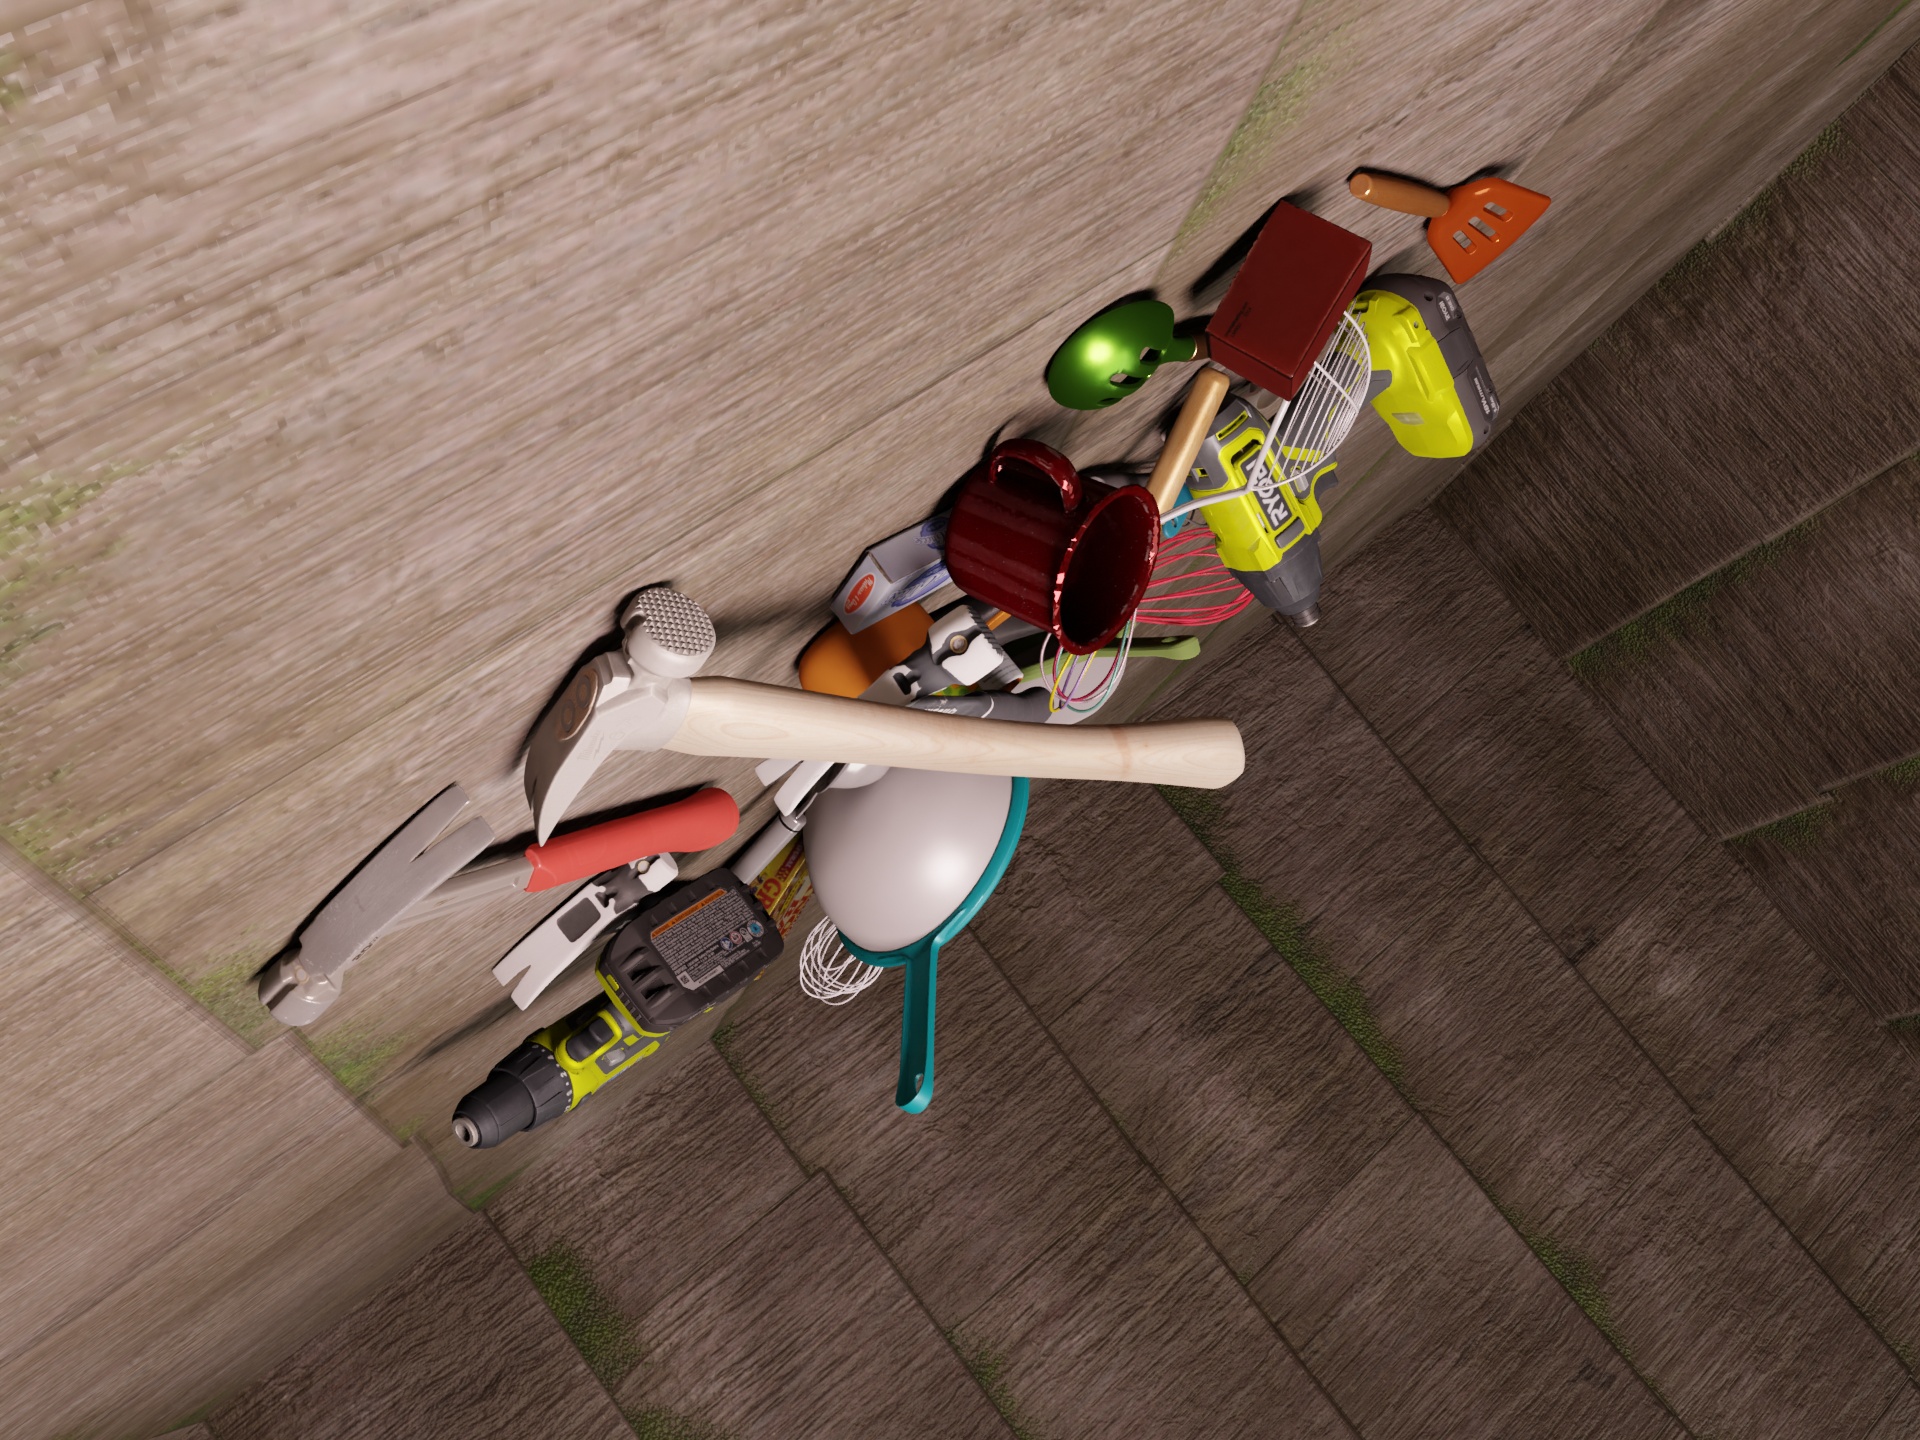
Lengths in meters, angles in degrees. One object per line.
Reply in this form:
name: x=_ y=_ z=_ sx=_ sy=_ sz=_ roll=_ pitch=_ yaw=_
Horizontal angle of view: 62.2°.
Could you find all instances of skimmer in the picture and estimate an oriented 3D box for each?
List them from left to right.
skimmer: x=0.080 y=-0.135 z=0.951 sx=0.363 sy=0.090 sz=0.127 roll=-26 pitch=-176 yaw=15

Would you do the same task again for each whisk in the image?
whisk: x=-0.040 y=0.112 z=1.288 sx=0.284 sy=0.070 sz=0.070 roll=-56 pitch=169 yaw=9
whisk: x=0.101 y=-0.086 z=1.143 sx=0.295 sy=0.073 sz=0.073 roll=-15 pitch=163 yaw=-24
whisk: x=0.112 y=-0.110 z=1.021 sx=0.047 sy=0.051 sz=0.245 roll=8 pitch=115 yaw=-39
whisk: x=0.128 y=-0.155 z=1.092 sx=0.055 sy=0.055 sz=0.239 roll=-42 pitch=167 yaw=27

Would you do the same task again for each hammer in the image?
hammer: x=-0.209 y=0.070 z=0.867 sx=0.149 sy=0.037 sz=0.359 roll=-41 pitch=172 yaw=18
hammer: x=-0.236 y=0.146 z=1.205 sx=0.146 sy=0.035 sz=0.334 roll=-40 pitch=173 yaw=2
hammer: x=-0.011 y=0.016 z=0.802 sx=0.410 sy=0.038 sz=0.146 roll=6 pitch=140 yaw=-40
hammer: x=-0.002 y=-0.003 z=0.993 sx=0.149 sy=0.036 sz=0.409 roll=-35 pitch=172 yaw=11

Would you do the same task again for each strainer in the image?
strainer: x=-0.115 y=0.067 z=1.161 sx=0.258 sy=0.050 sz=0.087 roll=-47 pitch=-166 yaw=19
strainer: x=-0.055 y=0.118 z=1.159 sx=0.211 sy=0.095 sz=0.341 roll=-34 pitch=-143 yaw=31
strainer: x=0.108 y=-0.033 z=1.255 sx=0.151 sy=0.069 sz=0.256 roll=-27 pitch=-165 yaw=-28

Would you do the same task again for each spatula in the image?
spatula: x=0.292 y=-0.310 z=0.971 sx=0.081 sy=0.041 sz=0.322 roll=-42 pitch=171 yaw=31

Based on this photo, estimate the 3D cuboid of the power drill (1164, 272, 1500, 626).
power drill: x=0.259 y=-0.186 z=1.090 sx=0.223 sy=0.171 sz=0.080 roll=-41 pitch=-155 yaw=-16

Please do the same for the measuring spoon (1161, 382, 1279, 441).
measuring spoon: x=0.181 y=-0.219 z=1.100 sx=0.124 sy=0.018 sz=0.034 roll=-27 pitch=154 yaw=-29

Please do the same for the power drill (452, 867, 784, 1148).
power drill: x=-0.244 y=0.210 z=1.119 sx=0.228 sy=0.080 sz=0.190 roll=-42 pitch=173 yaw=36

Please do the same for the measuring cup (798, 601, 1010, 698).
measuring cup: x=-0.018 y=-0.059 z=0.925 sx=0.173 sy=0.052 sz=0.095 roll=-37 pitch=172 yaw=1

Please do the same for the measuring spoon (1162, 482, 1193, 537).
measuring spoon: x=0.165 y=-0.165 z=1.088 sx=0.021 sy=0.042 sz=0.129 roll=-10 pitch=-145 yaw=35

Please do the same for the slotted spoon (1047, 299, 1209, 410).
slotted spoon: x=0.134 y=-0.209 z=0.875 sx=0.070 sy=0.031 sz=0.314 roll=-47 pitch=170 yaw=33
